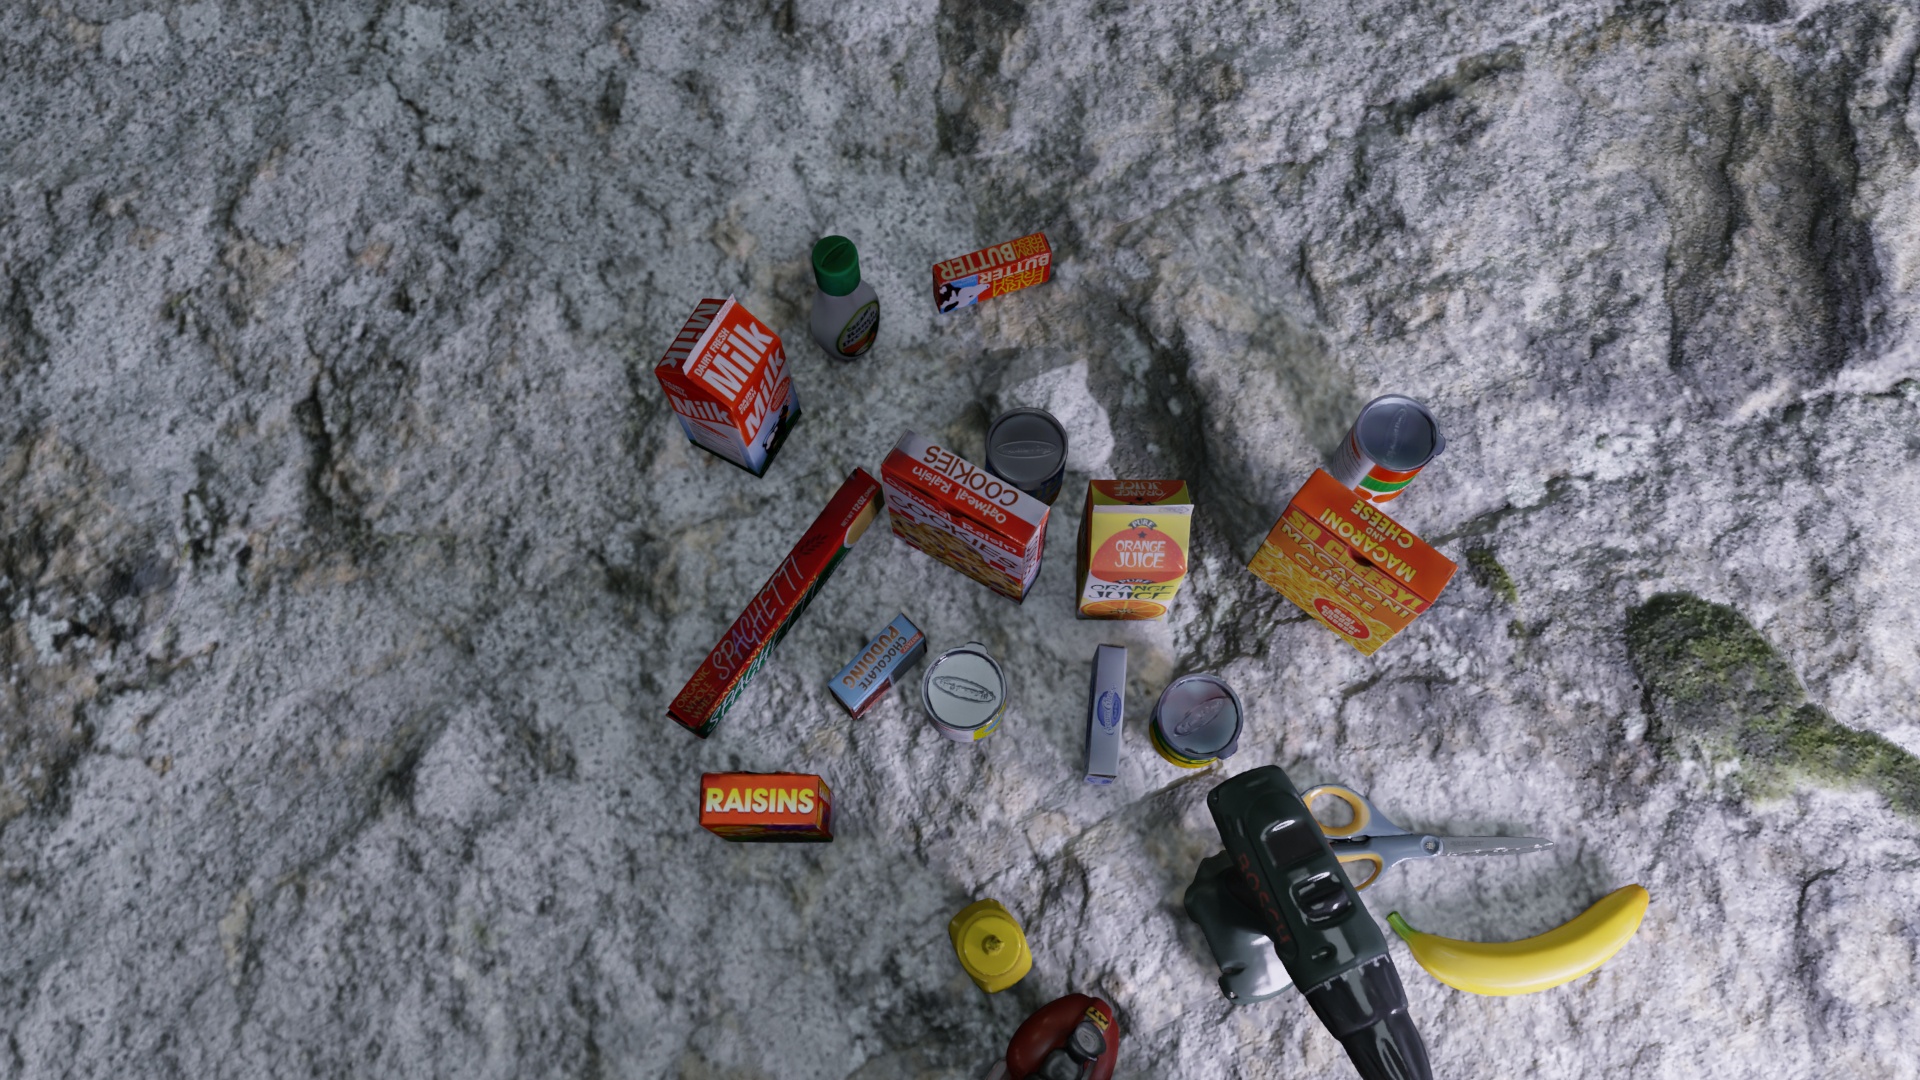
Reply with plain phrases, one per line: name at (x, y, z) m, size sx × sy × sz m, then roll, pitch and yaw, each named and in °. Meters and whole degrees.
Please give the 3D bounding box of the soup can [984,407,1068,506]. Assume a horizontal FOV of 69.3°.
soup can at (0.053, -0.060, 1.136) m, size 0.071 × 0.083 × 0.071 m, roll 0°, pitch 72°, yaw 1°

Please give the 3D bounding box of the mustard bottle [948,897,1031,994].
mustard bottle at (0.021, 0.286, 0.983) m, size 0.049 × 0.159 × 0.065 m, roll -30°, pitch 75°, yaw -8°

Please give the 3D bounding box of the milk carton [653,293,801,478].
milk carton at (-0.184, -0.125, 1.103) m, size 0.073 × 0.190 × 0.072 m, roll 27°, pitch 75°, yaw 9°

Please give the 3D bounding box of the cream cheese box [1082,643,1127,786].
cream cheese box at (0.113, 0.137, 1.087) m, size 0.024 × 0.053 × 0.104 m, roll 6°, pitch 72°, yaw 3°

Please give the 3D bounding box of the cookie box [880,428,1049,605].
cookie box at (0.004, -0.014, 1.077) m, size 0.123 × 0.167 × 0.040 m, roll 29°, pitch 75°, yaw 9°

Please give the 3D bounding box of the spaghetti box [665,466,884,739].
spaghetti box at (-0.145, 0.050, 1.120) m, size 0.029 × 0.050 × 0.251 m, roll 34°, pitch 75°, yaw 11°

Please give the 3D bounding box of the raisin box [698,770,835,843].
raisin box at (-0.141, 0.199, 1.033) m, size 0.086 × 0.123 × 0.040 m, roll 1°, pitch 73°, yaw 1°

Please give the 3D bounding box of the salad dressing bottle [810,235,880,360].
salad dressing bottle at (-0.098, -0.200, 1.150) m, size 0.044 × 0.147 × 0.064 m, roll 41°, pitch 77°, yaw 12°

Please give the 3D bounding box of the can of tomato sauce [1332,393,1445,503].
can of tomato sauce at (0.349, -0.073, 1.137) m, size 0.071 × 0.083 × 0.071 m, roll 0°, pitch 72°, yaw 1°

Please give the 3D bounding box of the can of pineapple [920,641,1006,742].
can of pineapple at (0.004, 0.120, 1.091) m, size 0.071 × 0.057 × 0.071 m, roll 0°, pitch 72°, yaw 1°

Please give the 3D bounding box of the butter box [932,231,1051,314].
butter box at (0.027, -0.233, 1.208) m, size 0.103 × 0.053 × 0.024 m, roll -18°, pitch 73°, yaw -5°

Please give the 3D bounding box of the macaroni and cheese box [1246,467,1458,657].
macaroni and cheese box at (0.294, 0.021, 1.064) m, size 0.124 × 0.166 × 0.040 m, roll 37°, pitch 77°, yaw 11°

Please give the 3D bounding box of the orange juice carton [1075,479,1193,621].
orange juice carton at (0.129, 0.004, 1.057) m, size 0.072 × 0.192 × 0.073 m, roll 1°, pitch 73°, yaw 1°

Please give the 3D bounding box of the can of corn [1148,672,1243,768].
can of corn at (0.184, 0.144, 1.082) m, size 0.071 × 0.058 × 0.071 m, roll 0°, pitch 72°, yaw 1°

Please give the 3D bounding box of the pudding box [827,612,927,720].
pudding box at (-0.065, 0.101, 1.102) m, size 0.030 × 0.049 × 0.084 m, roll 43°, pitch 77°, yaw 13°
